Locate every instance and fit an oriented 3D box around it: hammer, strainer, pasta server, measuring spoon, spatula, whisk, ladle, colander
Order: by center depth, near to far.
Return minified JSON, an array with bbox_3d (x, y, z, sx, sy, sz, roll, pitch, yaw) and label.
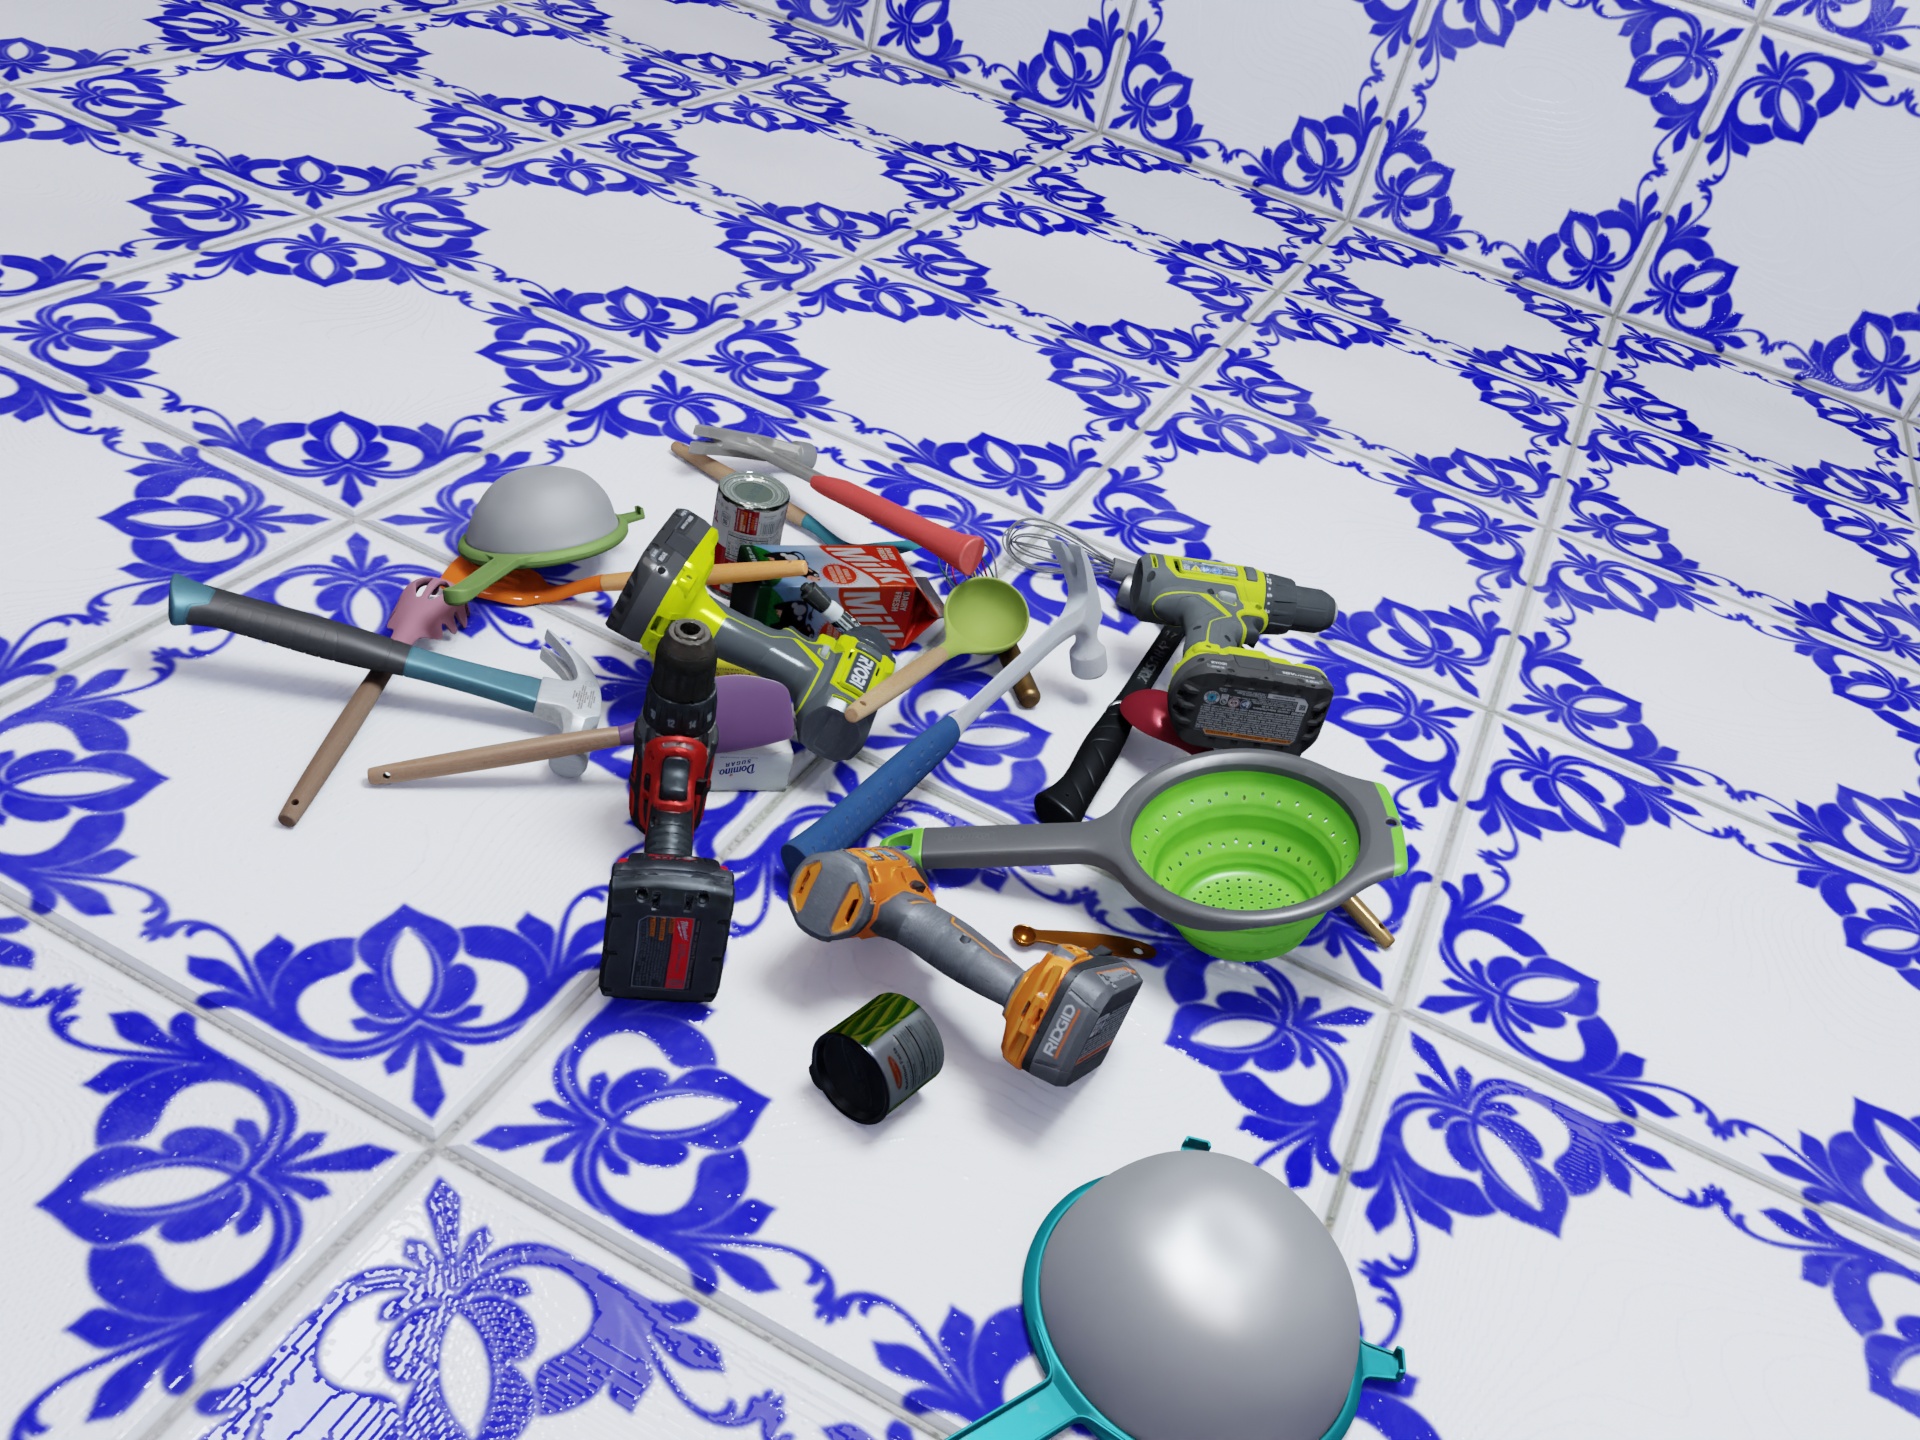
[{"bbox_3d":[0.099,0.341,0.895,0.340,0.095,0.211,-15,45,-37],"label":"strainer"},{"bbox_3d":[-0.284,0.014,1.201,0.316,0.059,0.018,-10,12,-10],"label":"spatula"},{"bbox_3d":[0.093,0.170,1.202,0.117,0.011,0.021,9,36,-14],"label":"measuring spoon"},{"bbox_3d":[-0.441,-0.049,1.228,0.331,0.033,0.128,16,41,-14],"label":"hammer"},{"bbox_3d":[0.137,0.121,1.232,0.397,0.094,0.205,-3,36,6],"label":"colander"},{"bbox_3d":[-0.459,-0.023,1.245,0.060,0.040,0.316,13,39,-3],"label":"pasta server"},{"bbox_3d":[-0.002,-0.004,1.295,0.035,0.144,0.405,17,43,34],"label":"hammer"},{"bbox_3d":[-0.021,-0.058,1.337,0.078,0.062,0.320,35,25,8],"label":"ladle"},{"bbox_3d":[0.250,0.075,1.345,0.069,0.031,0.316,-19,56,-40],"label":"ladle"},{"bbox_3d":[-0.386,-0.169,1.375,0.151,0.069,0.256,1,23,10],"label":"strainer"},{"bbox_3d":[-0.291,-0.130,1.388,0.322,0.041,0.081,-3,31,11],"label":"spatula"},{"bbox_3d":[0.158,-0.015,1.455,0.149,0.036,0.409,24,37,10],"label":"hammer"},{"bbox_3d":[0.029,-0.100,1.515,0.051,0.047,0.245,1,41,-22],"label":"whisk"},{"bbox_3d":[-0.111,-0.218,1.543,0.149,0.036,0.359,0,23,-44],"label":"hammer"},{"bbox_3d":[-0.172,-0.223,1.606,0.318,0.044,0.082,30,31,22],"label":"spatula"},{"bbox_3d":[0.158,-0.159,1.643,0.239,0.055,0.055,16,35,-7],"label":"whisk"}]

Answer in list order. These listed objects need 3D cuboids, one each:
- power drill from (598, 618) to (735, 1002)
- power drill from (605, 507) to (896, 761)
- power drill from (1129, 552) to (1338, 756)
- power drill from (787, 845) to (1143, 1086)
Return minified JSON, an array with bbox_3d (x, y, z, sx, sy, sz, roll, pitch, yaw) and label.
[{"bbox_3d":[-0.197,0.059,1.095,0.080,0.187,0.227,5,41,-12],"label":"power drill"},{"bbox_3d":[-0.161,-0.073,1.302,0.223,0.080,0.171,31,30,-9],"label":"power drill"},{"bbox_3d":[0.256,-0.067,1.413,0.190,0.080,0.229,8,34,-5],"label":"power drill"},{"bbox_3d":[0.007,0.157,1.104,0.226,0.084,0.164,28,6,18],"label":"power drill"}]
